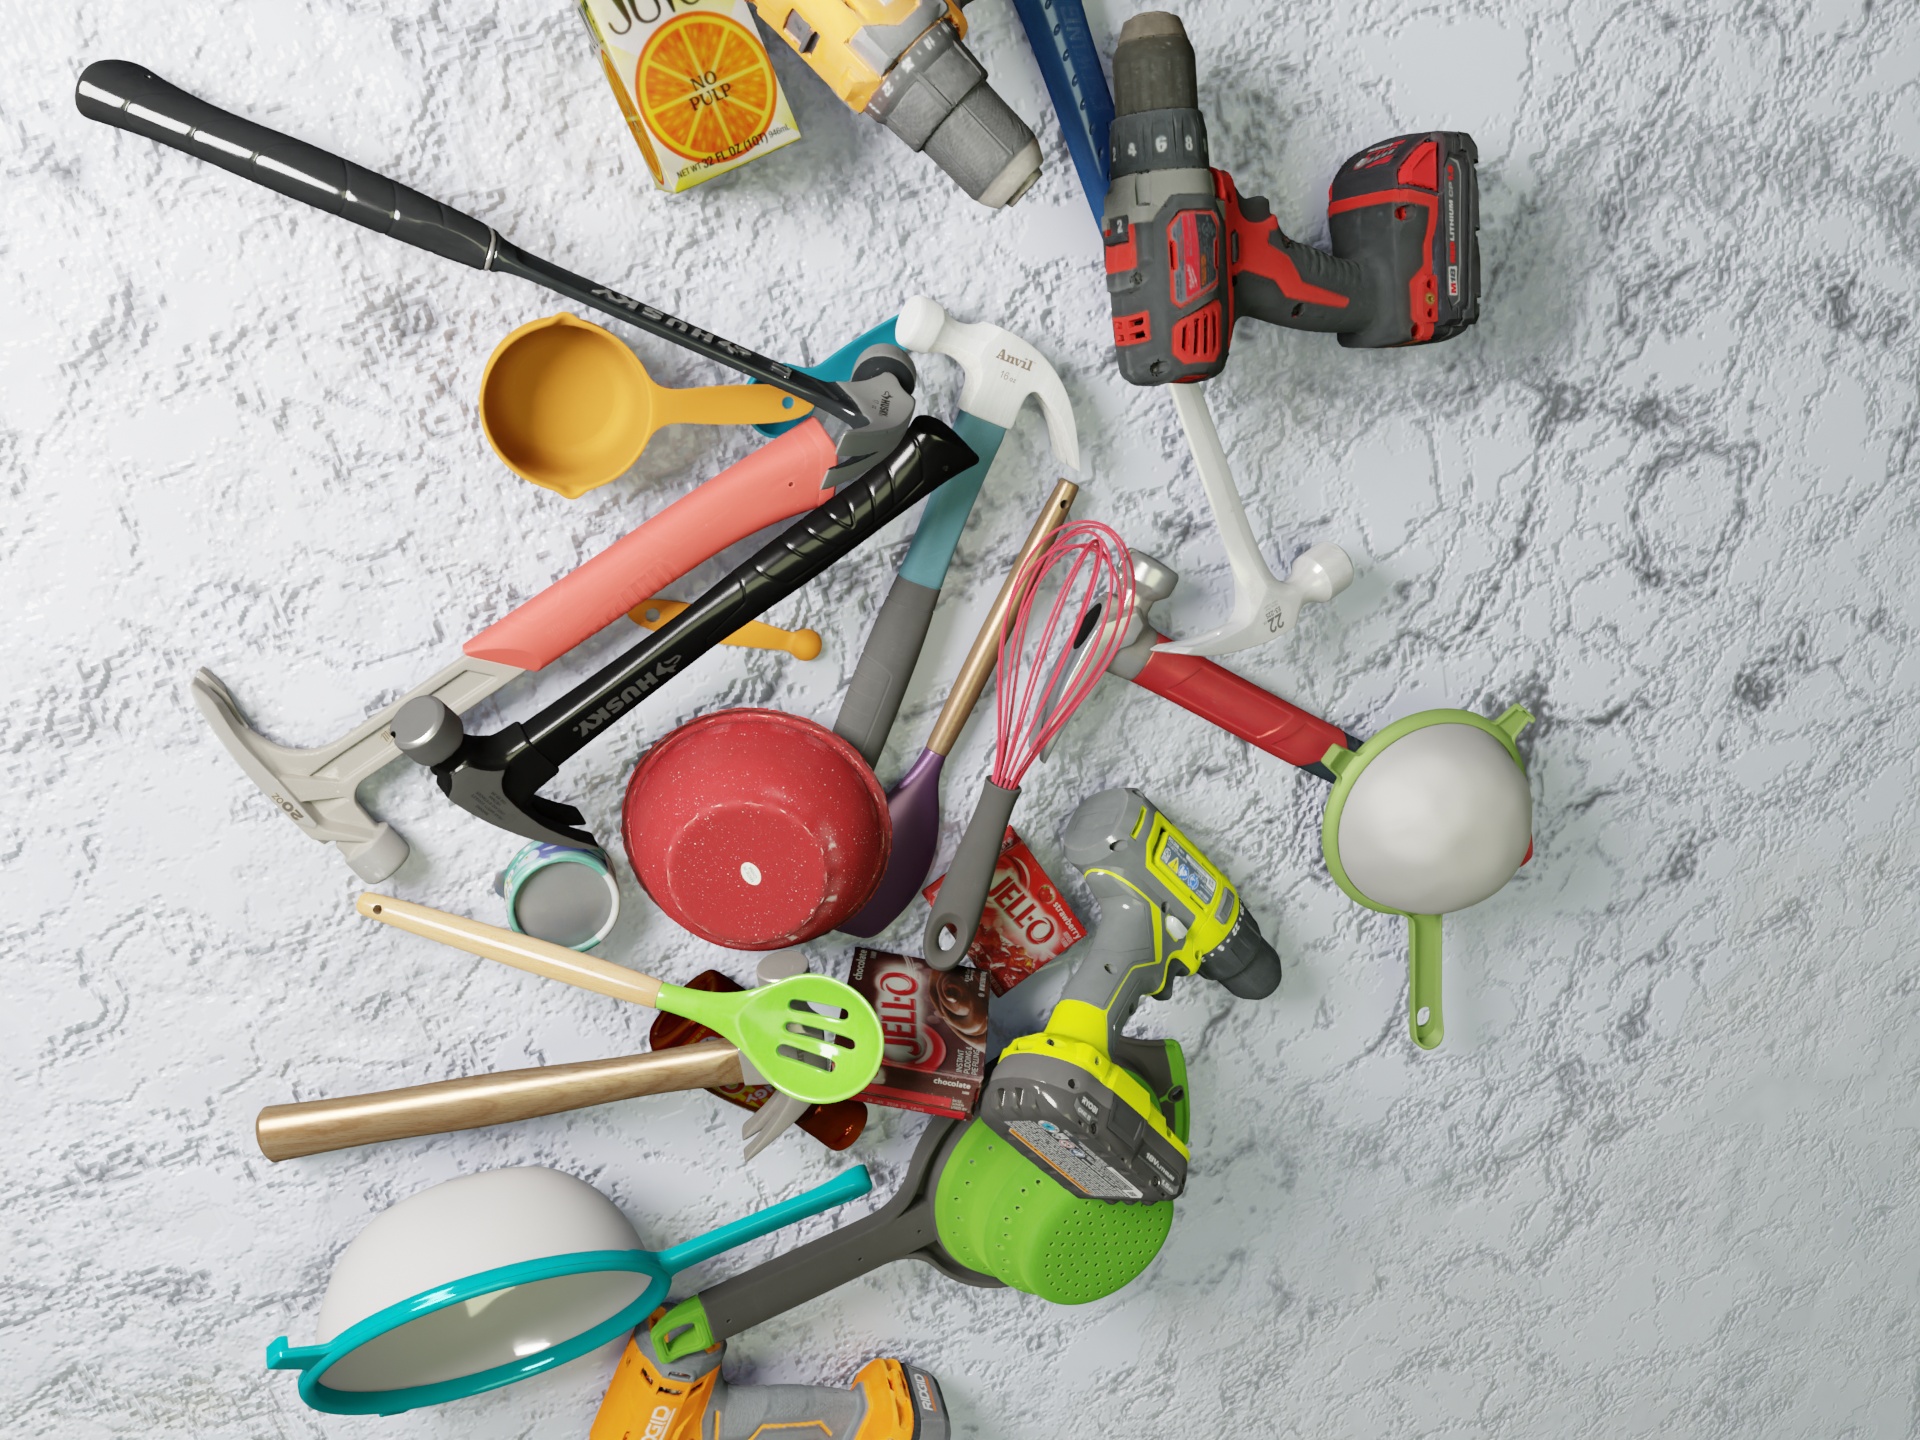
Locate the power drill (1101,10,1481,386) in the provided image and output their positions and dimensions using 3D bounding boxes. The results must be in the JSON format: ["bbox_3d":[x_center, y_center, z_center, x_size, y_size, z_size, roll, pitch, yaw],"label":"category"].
[{"bbox_3d":[0.176,-0.285,0.874,0.226,0.080,0.188,-10,102,-27],"label":"power drill"}]

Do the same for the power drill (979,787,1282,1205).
[{"bbox_3d":[0.118,0.181,1.000,0.190,0.080,0.229,44,53,-25],"label":"power drill"}]

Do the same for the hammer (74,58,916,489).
[{"bbox_3d":[-0.213,-0.218,0.767,0.408,0.149,0.036,21,119,-11],"label":"hammer"}]

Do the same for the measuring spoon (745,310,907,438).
[{"bbox_3d":[-0.068,-0.202,0.891,0.128,0.021,0.042,-33,127,-15],"label":"measuring spoon"}]

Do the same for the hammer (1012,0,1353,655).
[{"bbox_3d":[0.111,-0.224,0.905,0.144,0.035,0.405,-33,112,-25],"label":"hammer"}]

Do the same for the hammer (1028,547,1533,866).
[{"bbox_3d":[0.228,0.031,1.054,0.386,0.038,0.143,25,101,-24],"label":"hammer"}]

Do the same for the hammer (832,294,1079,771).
[{"bbox_3d":[-0.030,-0.070,0.935,0.128,0.033,0.331,16,105,-26],"label":"hammer"}]

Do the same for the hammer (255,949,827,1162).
[{"bbox_3d":[-0.243,0.220,0.941,0.331,0.031,0.130,-9,118,-3],"label":"hammer"}]

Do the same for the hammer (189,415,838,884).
[{"bbox_3d":[-0.225,-0.062,0.866,0.359,0.037,0.149,-34,116,0],"label":"hammer"}]

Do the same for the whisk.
[{"bbox_3d":[0.033,0.021,0.952,0.073,0.073,0.295,13,107,-22],"label":"whisk"}]

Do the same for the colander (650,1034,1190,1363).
[{"bbox_3d":[0.000,0.342,1.029,0.397,0.095,0.204,-20,122,-18],"label":"colander"}]

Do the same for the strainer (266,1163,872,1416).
[{"bbox_3d":[-0.226,0.304,0.953,0.340,0.095,0.210,-19,150,-9],"label":"strainer"}]

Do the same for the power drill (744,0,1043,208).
[{"bbox_3d":[0.014,-0.370,0.764,0.185,0.084,0.226,44,70,-9],"label":"power drill"}]

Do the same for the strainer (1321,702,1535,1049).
[{"bbox_3d":[0.323,0.121,1.059,0.151,0.069,0.256,-11,112,-12],"label":"strainer"}]

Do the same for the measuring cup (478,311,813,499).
[{"bbox_3d":[-0.168,-0.171,0.848,0.173,0.052,0.095,-5,110,-18],"label":"measuring cup"}]

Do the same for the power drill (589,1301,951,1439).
[{"bbox_3d":[-0.139,0.496,1.079,0.226,0.084,0.164,21,102,-19],"label":"power drill"}]

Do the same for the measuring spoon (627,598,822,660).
[{"bbox_3d":[-0.135,-0.052,0.921,0.116,0.011,0.021,11,105,-21],"label":"measuring spoon"}]

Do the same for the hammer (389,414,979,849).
[{"bbox_3d":[-0.130,-0.054,0.863,0.335,0.035,0.146,-37,144,-3],"label":"hammer"}]

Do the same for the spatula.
[{"bbox_3d":[-0.002,-0.003,0.979,0.059,0.018,0.316,20,103,-27],"label":"spatula"}]

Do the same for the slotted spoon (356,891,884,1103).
[{"bbox_3d":[-0.193,0.145,0.897,0.314,0.031,0.070,16,88,5],"label":"slotted spoon"}]
